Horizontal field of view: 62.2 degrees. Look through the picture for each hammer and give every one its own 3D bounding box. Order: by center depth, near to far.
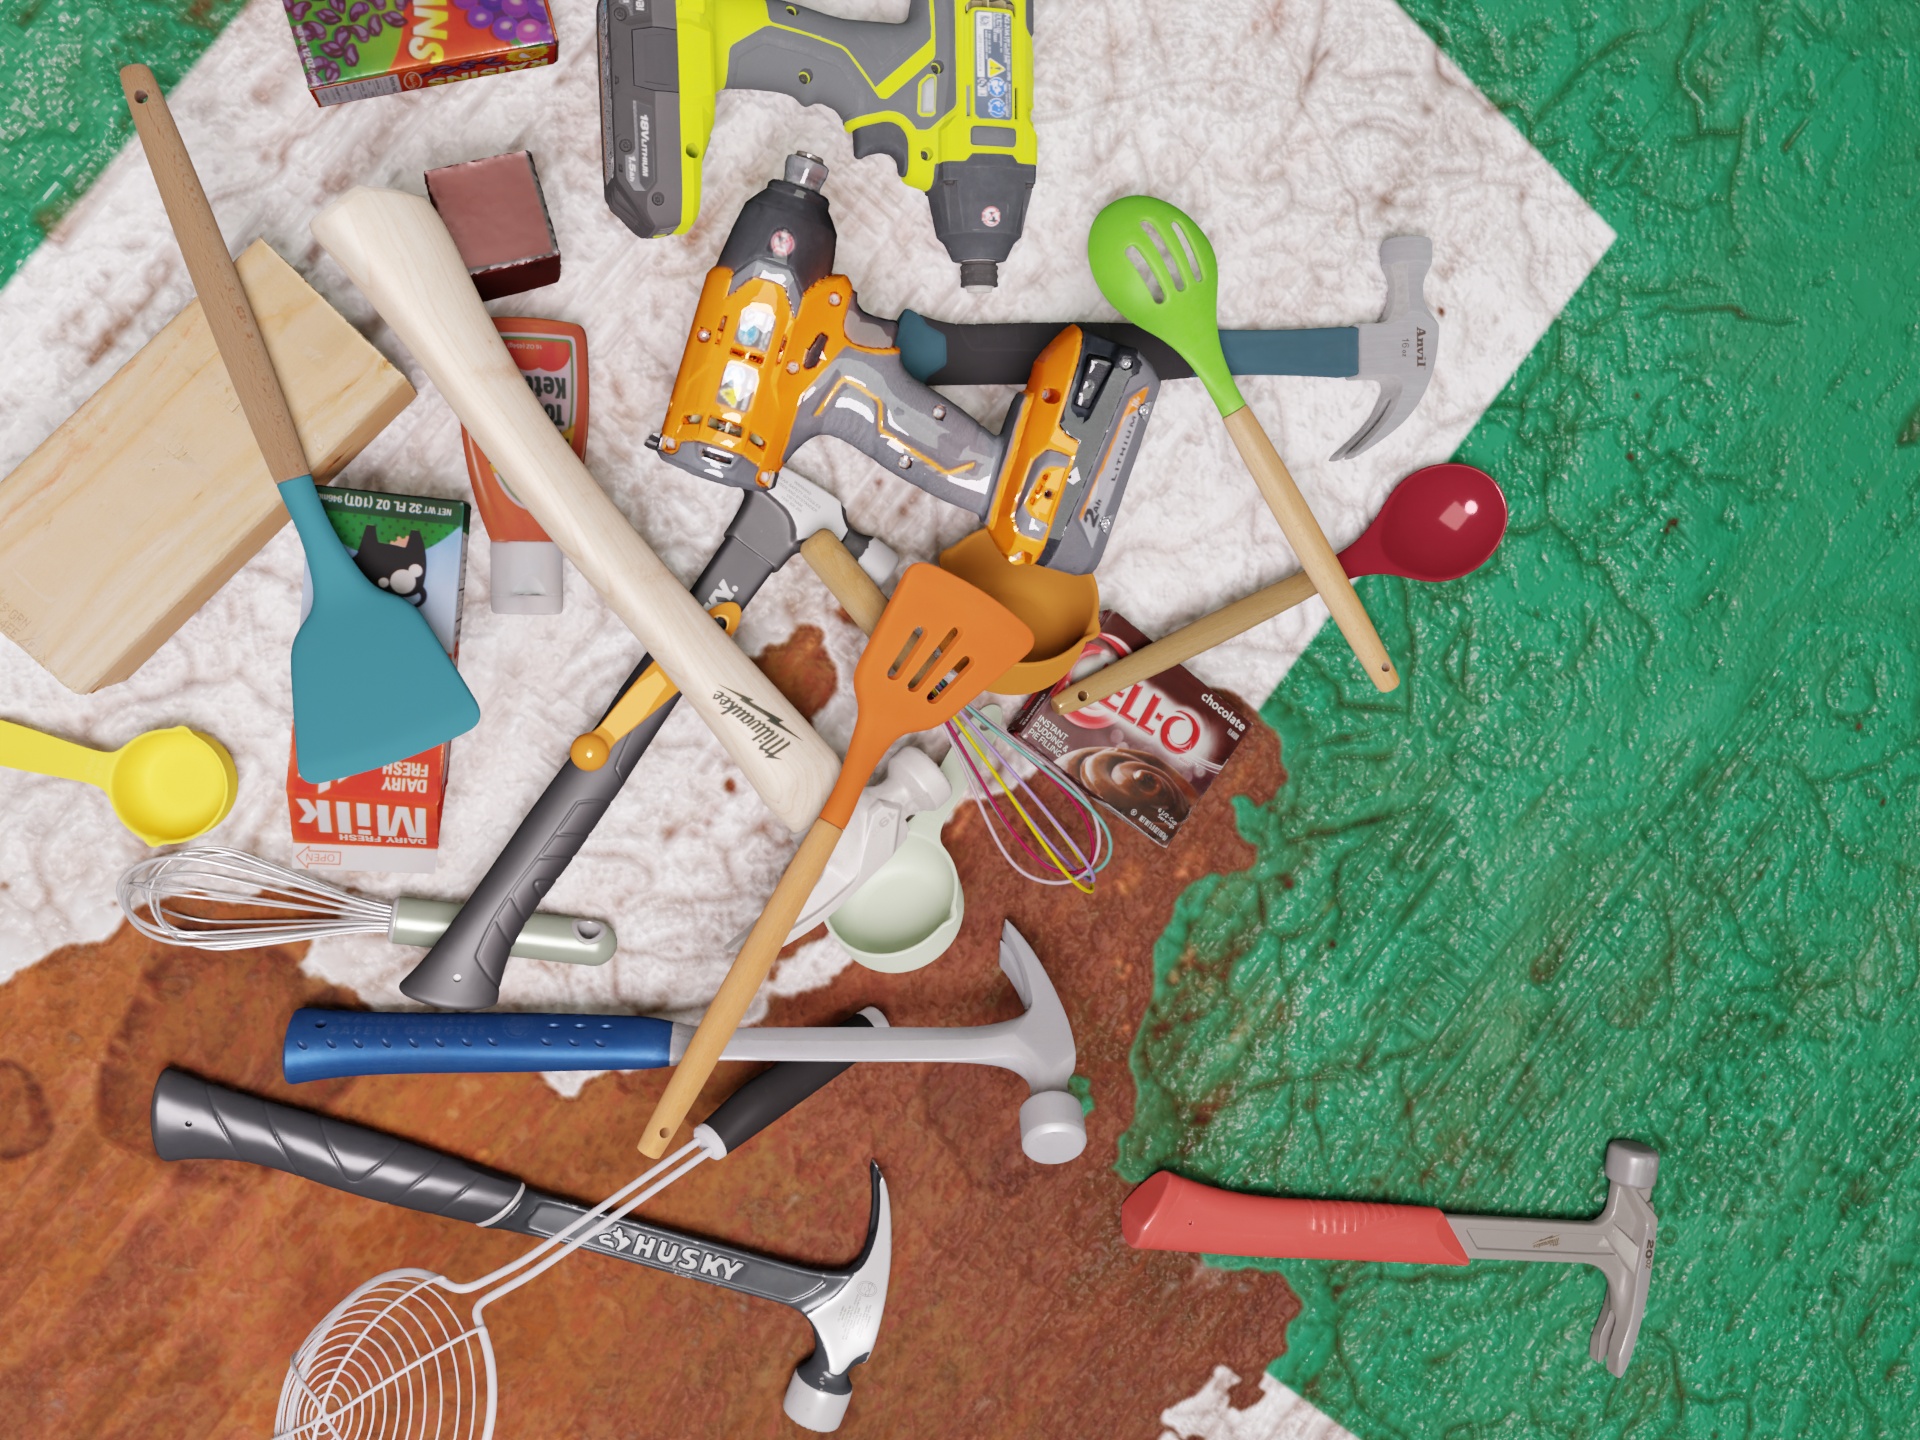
[{"bbox_3d":[-0.170,-0.067,0.773,0.146,0.038,0.410,-43,112,-16],"label":"hammer"},{"bbox_3d":[-0.180,0.004,0.827,0.146,0.035,0.335,36,79,-15],"label":"hammer"},{"bbox_3d":[-0.141,0.167,0.843,0.405,0.144,0.035,1,130,-6],"label":"hammer"},{"bbox_3d":[-0.227,0.262,0.859,0.408,0.036,0.149,22,89,-15],"label":"hammer"},{"bbox_3d":[0.117,-0.210,0.900,0.331,0.033,0.128,-3,95,-14],"label":"hammer"},{"bbox_3d":[0.271,0.328,0.990,0.359,0.037,0.149,7,94,-15],"label":"hammer"}]

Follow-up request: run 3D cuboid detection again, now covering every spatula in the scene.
[{"bbox_3d":[-0.305,-0.132,0.702,0.082,0.044,0.317,-20,100,-8],"label":"spatula"},{"bbox_3d":[-0.074,0.074,0.793,0.081,0.041,0.322,31,84,-26],"label":"spatula"}]

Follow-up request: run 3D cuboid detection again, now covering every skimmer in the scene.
[{"bbox_3d":[-0.176,0.269,0.817,0.363,0.127,0.090,-30,136,-35],"label":"skimmer"}]

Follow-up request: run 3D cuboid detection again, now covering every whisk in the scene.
[{"bbox_3d":[-0.301,0.103,0.823,0.246,0.058,0.059,10,127,-18],"label":"whisk"},{"bbox_3d":[-0.001,-0.002,0.846,0.245,0.051,0.047,51,42,-10],"label":"whisk"}]

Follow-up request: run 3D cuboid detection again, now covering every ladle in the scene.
[{"bbox_3d":[0.186,-0.070,0.912,0.315,0.031,0.069,-25,95,-19],"label":"ladle"}]

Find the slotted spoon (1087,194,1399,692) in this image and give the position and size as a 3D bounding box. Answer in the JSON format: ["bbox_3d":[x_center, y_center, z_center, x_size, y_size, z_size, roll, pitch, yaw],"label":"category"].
[{"bbox_3d":[0.166,-0.151,0.883,0.070,0.031,0.313,-34,100,-13],"label":"slotted spoon"}]

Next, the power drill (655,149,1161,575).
[{"bbox_3d":[-0.021,-0.174,0.796,0.226,0.084,0.164,16,101,-11],"label":"power drill"}]

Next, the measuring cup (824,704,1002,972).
[{"bbox_3d":[-0.015,0.065,0.885,0.083,0.038,0.168,19,62,23],"label":"measuring cup"}]

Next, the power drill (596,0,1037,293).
[{"bbox_3d":[-0.070,-0.311,0.822,0.223,0.080,0.171,-3,100,-16],"label":"power drill"}]

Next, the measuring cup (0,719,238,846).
[{"bbox_3d":[-0.438,0.019,0.792,0.156,0.029,0.062,15,92,-3],"label":"measuring cup"}]

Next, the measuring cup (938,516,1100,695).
[{"bbox_3d":[0.046,-0.090,0.889,0.095,0.052,0.174,27,62,5],"label":"measuring cup"}]

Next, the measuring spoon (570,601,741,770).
[{"bbox_3d":[-0.153,-0.019,0.810,0.021,0.011,0.117,46,77,-13],"label":"measuring spoon"}]
